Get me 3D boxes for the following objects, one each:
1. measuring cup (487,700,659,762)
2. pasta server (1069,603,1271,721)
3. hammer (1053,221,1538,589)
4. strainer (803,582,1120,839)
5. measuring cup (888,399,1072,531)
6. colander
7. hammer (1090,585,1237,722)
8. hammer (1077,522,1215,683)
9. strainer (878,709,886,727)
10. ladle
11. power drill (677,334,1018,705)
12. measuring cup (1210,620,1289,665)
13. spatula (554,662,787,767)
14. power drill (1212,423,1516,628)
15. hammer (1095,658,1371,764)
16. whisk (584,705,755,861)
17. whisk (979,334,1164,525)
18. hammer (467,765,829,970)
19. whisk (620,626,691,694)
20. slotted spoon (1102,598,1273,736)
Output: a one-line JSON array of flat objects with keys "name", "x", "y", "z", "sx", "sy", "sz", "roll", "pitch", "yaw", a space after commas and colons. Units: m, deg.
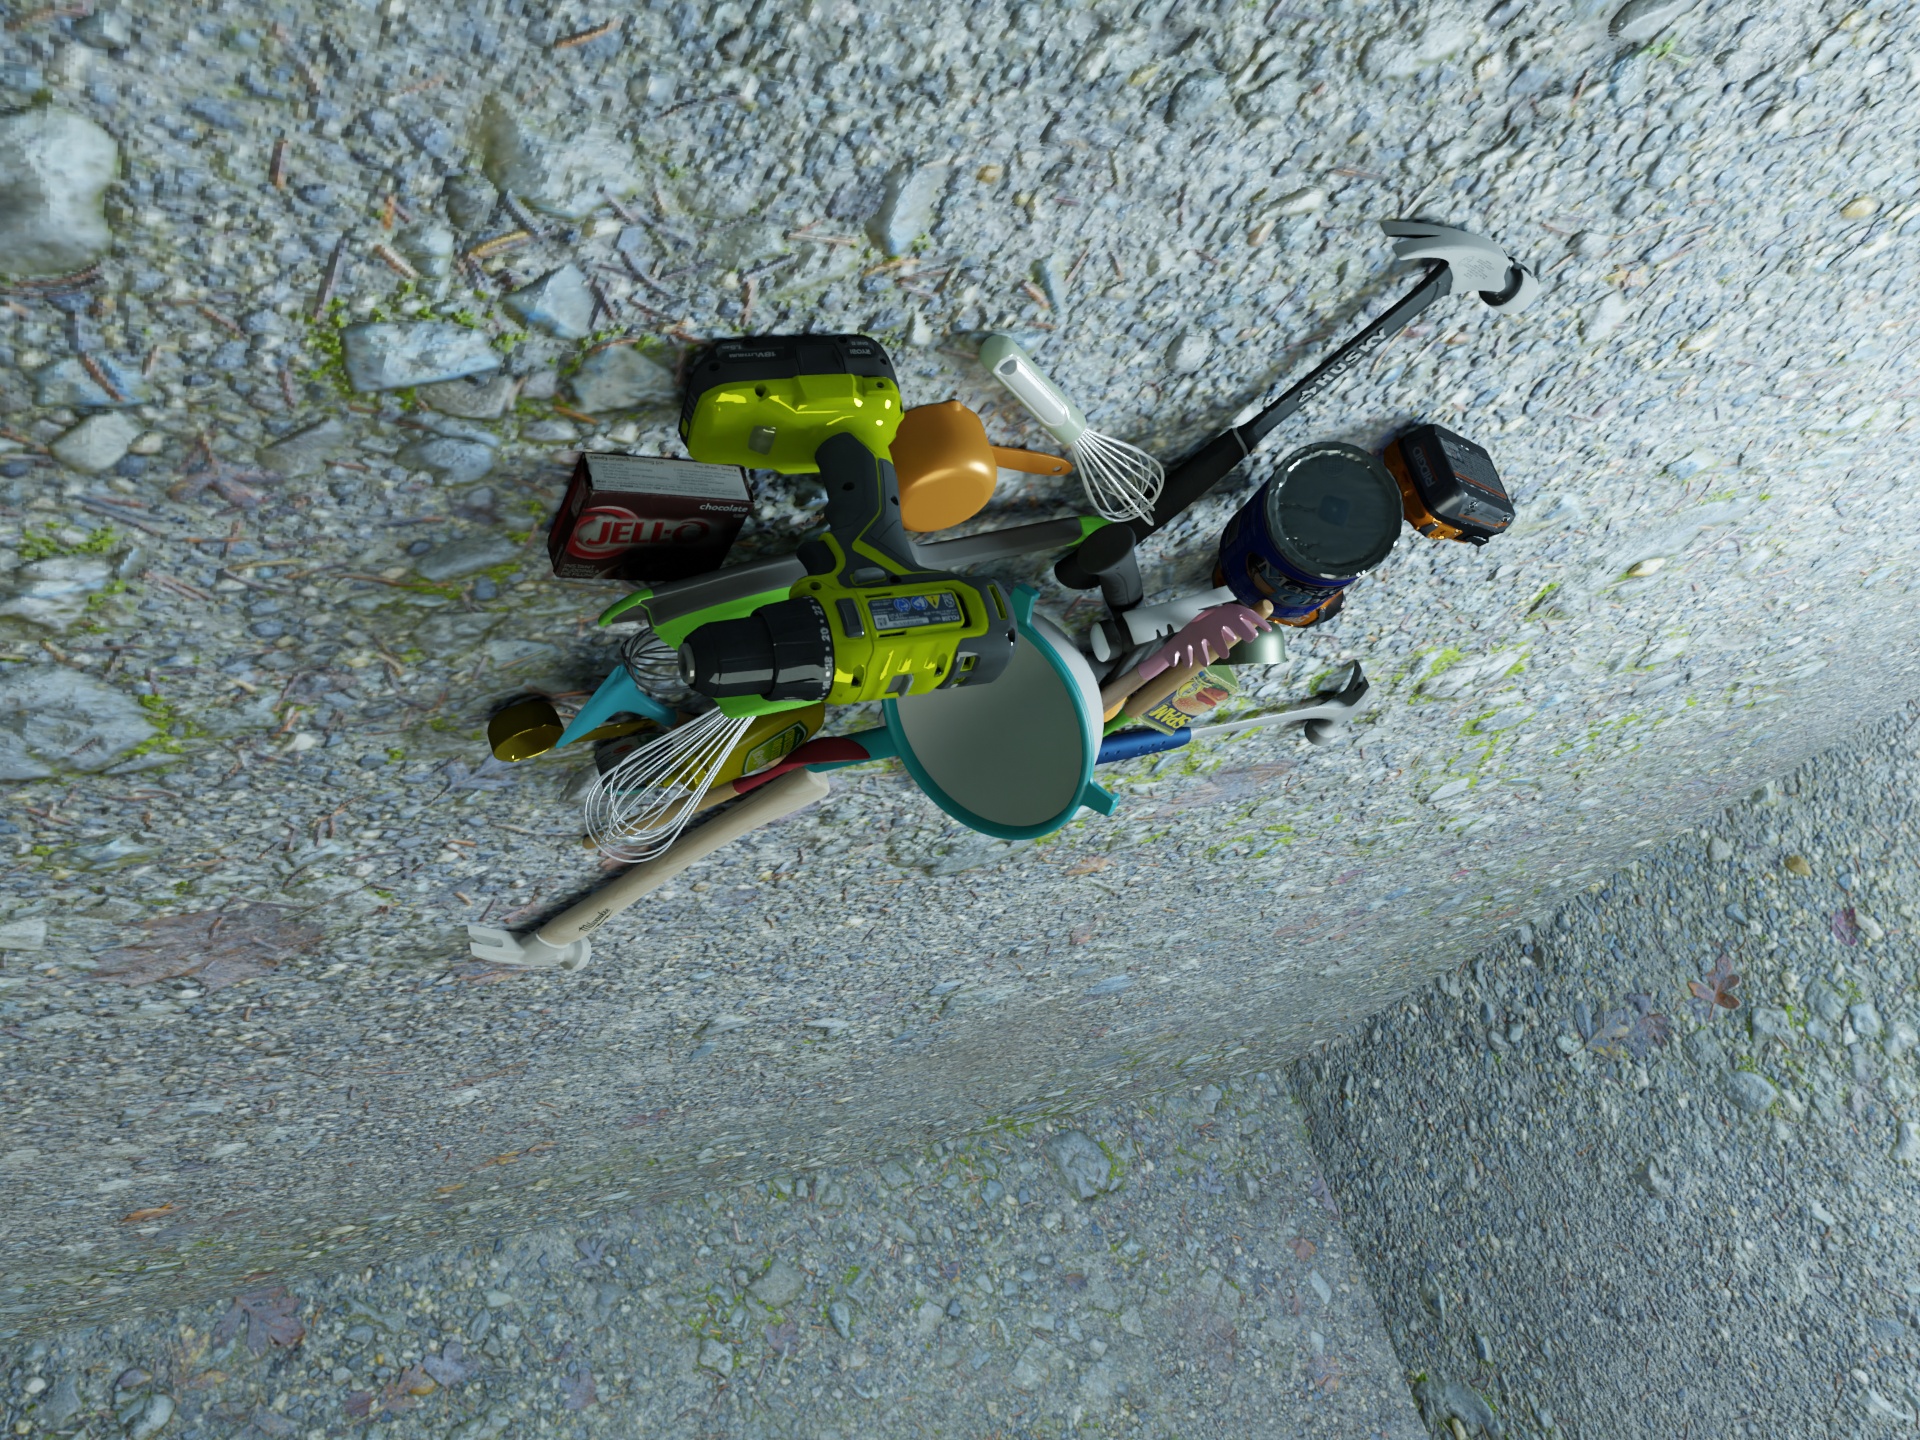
[{"name": "measuring cup", "x": -0.305, "y": 0.001, "z": 1.267, "sx": 0.156, "sy": 0.029, "sz": 0.062, "roll": -10, "pitch": 159, "yaw": -48}, {"name": "pasta server", "x": 0.140, "y": -0.023, "z": 1.292, "sx": 0.060, "sy": 0.040, "sz": 0.316, "roll": -29, "pitch": 175, "yaw": -34}, {"name": "hammer", "x": 0.218, "y": -0.217, "z": 1.173, "sx": 0.149, "sy": 0.036, "sz": 0.409, "roll": 9, "pitch": 144, "yaw": -44}, {"name": "strainer", "x": -0.002, "y": -0.004, "z": 1.357, "sx": 0.340, "sy": 0.211, "sz": 0.095, "roll": -13, "pitch": -166, "yaw": 45}, {"name": "measuring cup", "x": 0.016, "y": -0.167, "z": 1.104, "sx": 0.173, "sy": 0.052, "sz": 0.095, "roll": 2, "pitch": 148, "yaw": -35}, {"name": "colander", "x": -0.049, "y": -0.074, "z": 1.134, "sx": 0.397, "sy": 0.094, "sz": 0.204, "roll": -14, "pitch": 180, "yaw": -27}, {"name": "hammer", "x": 0.142, "y": -0.030, "z": 1.413, "sx": 0.127, "sy": 0.034, "sz": 0.336, "roll": -16, "pitch": 165, "yaw": -14}, {"name": "hammer", "x": 0.141, "y": -0.098, "z": 1.302, "sx": 0.146, "sy": 0.035, "sz": 0.334, "roll": -23, "pitch": 166, "yaw": 5}, {"name": "strainer", "x": -0.027, "y": 0.032, "z": 1.510, "sx": 0.087, "sy": 0.050, "sz": 0.258, "roll": -3, "pitch": 159, "yaw": 3}, {"name": "ladle", "x": -0.216, "y": 0.066, "z": 1.408, "sx": 0.315, "sy": 0.031, "sz": 0.069, "roll": -20, "pitch": 172, "yaw": 27}, {"name": "power drill", "x": -0.088, "y": -0.112, "z": 0.928, "sx": 0.190, "sy": 0.229, "sz": 0.080, "roll": -8, "pitch": 153, "yaw": -24}, {"name": "measuring cup", "x": 0.244, "y": -0.071, "z": 1.411, "sx": 0.083, "sy": 0.038, "sz": 0.167, "roll": -2, "pitch": -175, "yaw": 5}, {"name": "spatula", "x": -0.220, "y": 0.012, "z": 1.317, "sx": 0.082, "sy": 0.044, "sz": 0.317, "roll": -51, "pitch": 151, "yaw": 7}, {"name": "power drill", "x": 0.347, "y": -0.151, "z": 1.355, "sx": 0.226, "sy": 0.084, "sz": 0.164, "roll": -32, "pitch": 154, "yaw": 36}, {"name": "hammer", "x": 0.248, "y": 0.010, "z": 1.670, "sx": 0.405, "sy": 0.035, "sz": 0.144, "roll": -9, "pitch": 154, "yaw": -21}, {"name": "whisk", "x": -0.164, "y": -0.005, "z": 1.176, "sx": 0.284, "sy": 0.070, "sz": 0.070, "roll": -46, "pitch": 164, "yaw": -22}, {"name": "whisk", "x": 0.080, "y": -0.197, "z": 1.097, "sx": 0.058, "sy": 0.059, "sz": 0.246, "roll": -35, "pitch": 147, "yaw": 16}, {"name": "hammer", "x": -0.296, "y": 0.141, "z": 1.544, "sx": 0.410, "sy": 0.038, "sz": 0.146, "roll": -31, "pitch": 152, "yaw": 24}, {"name": "whisk", "x": -0.151, "y": -0.053, "z": 1.230, "sx": 0.239, "sy": 0.055, "sz": 0.055, "roll": -7, "pitch": 153, "yaw": -36}, {"name": "slotted spoon", "x": 0.158, "y": -0.021, "z": 1.336, "sx": 0.313, "sy": 0.031, "sz": 0.070, "roll": -41, "pitch": -173, "yaw": 49}]
